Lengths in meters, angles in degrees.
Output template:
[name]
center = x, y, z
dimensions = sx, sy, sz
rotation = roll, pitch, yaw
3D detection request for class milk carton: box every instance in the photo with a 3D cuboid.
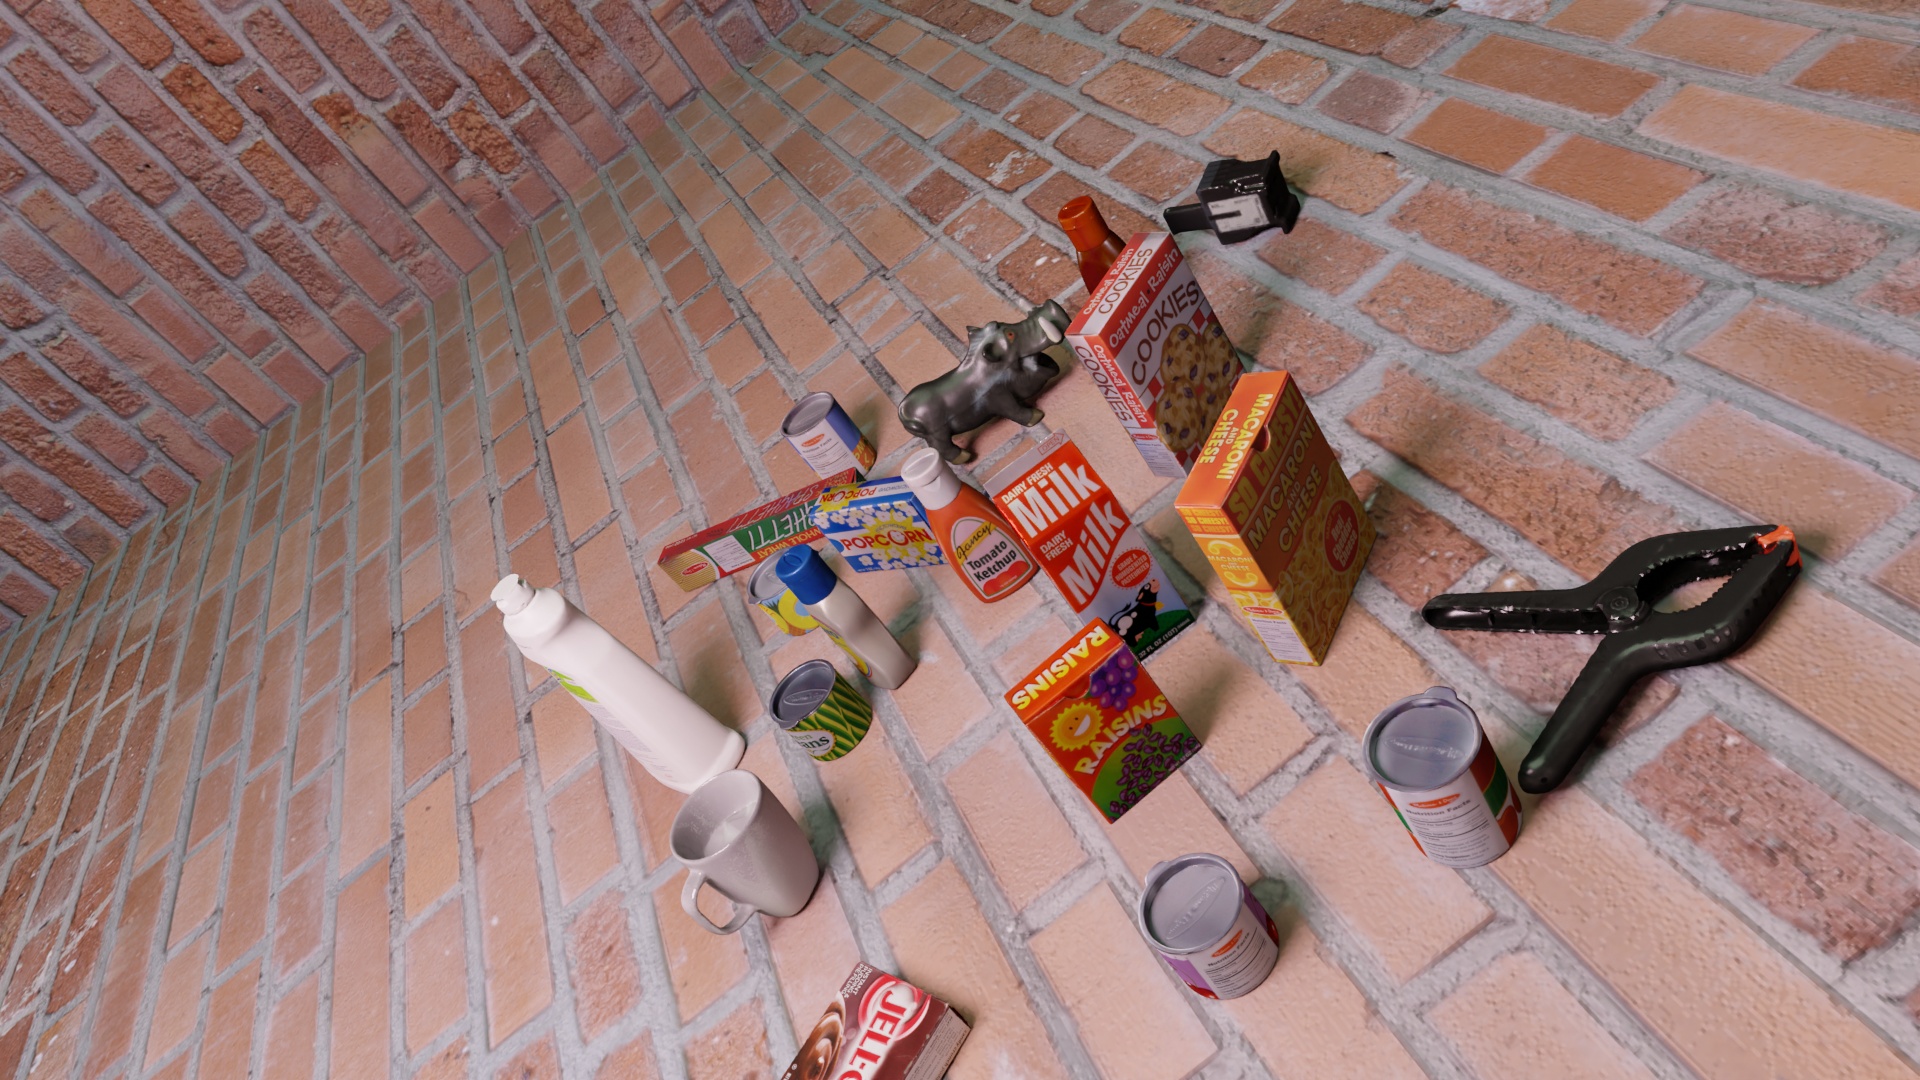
[milk carton]
center = 0.091, 0.003, 1.021
dimensions = 0.072, 0.190, 0.074
rotation = -37, 34, 1

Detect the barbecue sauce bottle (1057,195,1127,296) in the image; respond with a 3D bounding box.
[barbecue sauce bottle]
center = 0.142, -0.257, 1.316
dimensions = 0.065, 0.148, 0.044
rotation = 3, 51, 44

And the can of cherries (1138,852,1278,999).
[can of cherries]
center = 0.147, 0.227, 0.825
dimensions = 0.071, 0.058, 0.072
rotation = -24, 36, 19

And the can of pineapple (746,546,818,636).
[can of pineapple]
center = -0.160, 0.049, 1.311
dimensions = 0.071, 0.057, 0.071
rotation = -24, 36, 19

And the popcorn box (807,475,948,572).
[popcorn box]
center = -0.065, -0.015, 1.276
dimensions = 0.126, 0.085, 0.038
rotation = -7, 45, 37

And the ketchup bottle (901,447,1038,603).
[ketchup bottle]
center = 0.004, -0.015, 1.157
dimensions = 0.064, 0.148, 0.044
rotation = -34, 34, 6

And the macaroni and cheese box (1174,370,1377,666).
[macaroni and cheese box]
center = 0.219, -0.014, 0.945
dimensions = 0.040, 0.166, 0.124
rotation = 1, 50, 44

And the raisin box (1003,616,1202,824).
[raisin box]
center = 0.097, 0.123, 0.935
dimensions = 0.086, 0.123, 0.040
rotation = -39, 34, -2

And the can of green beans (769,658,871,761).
[can of green beans]
center = -0.117, 0.143, 1.163
dimensions = 0.071, 0.057, 0.071
rotation = -24, 36, 19

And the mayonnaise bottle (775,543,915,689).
[mayonnaise bottle]
center = -0.098, 0.063, 1.159
dimensions = 0.041, 0.147, 0.065
rotation = -48, 35, -15

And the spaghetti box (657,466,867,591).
[spaghetti box]
center = -0.196, -0.009, 1.420
dimensions = 0.249, 0.050, 0.029
rotation = -21, 38, 23

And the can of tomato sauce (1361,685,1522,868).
[can of tomato sauce]
center = 0.276, 0.136, 0.793
dimensions = 0.071, 0.083, 0.071
rotation = -24, 36, 19

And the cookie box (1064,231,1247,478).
[cookie box]
center = 0.166, -0.154, 1.156
dimensions = 0.040, 0.167, 0.123
rotation = 6, 54, 46

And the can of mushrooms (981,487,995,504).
[can of mushrooms]
center = 0.050, -0.034, 1.240
dimensions = 0.071, 0.033, 0.071
rotation = -24, 36, 19

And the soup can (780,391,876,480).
[soup can]
center = -0.137, -0.105, 1.448
dimensions = 0.071, 0.083, 0.072
rotation = -24, 36, 19
